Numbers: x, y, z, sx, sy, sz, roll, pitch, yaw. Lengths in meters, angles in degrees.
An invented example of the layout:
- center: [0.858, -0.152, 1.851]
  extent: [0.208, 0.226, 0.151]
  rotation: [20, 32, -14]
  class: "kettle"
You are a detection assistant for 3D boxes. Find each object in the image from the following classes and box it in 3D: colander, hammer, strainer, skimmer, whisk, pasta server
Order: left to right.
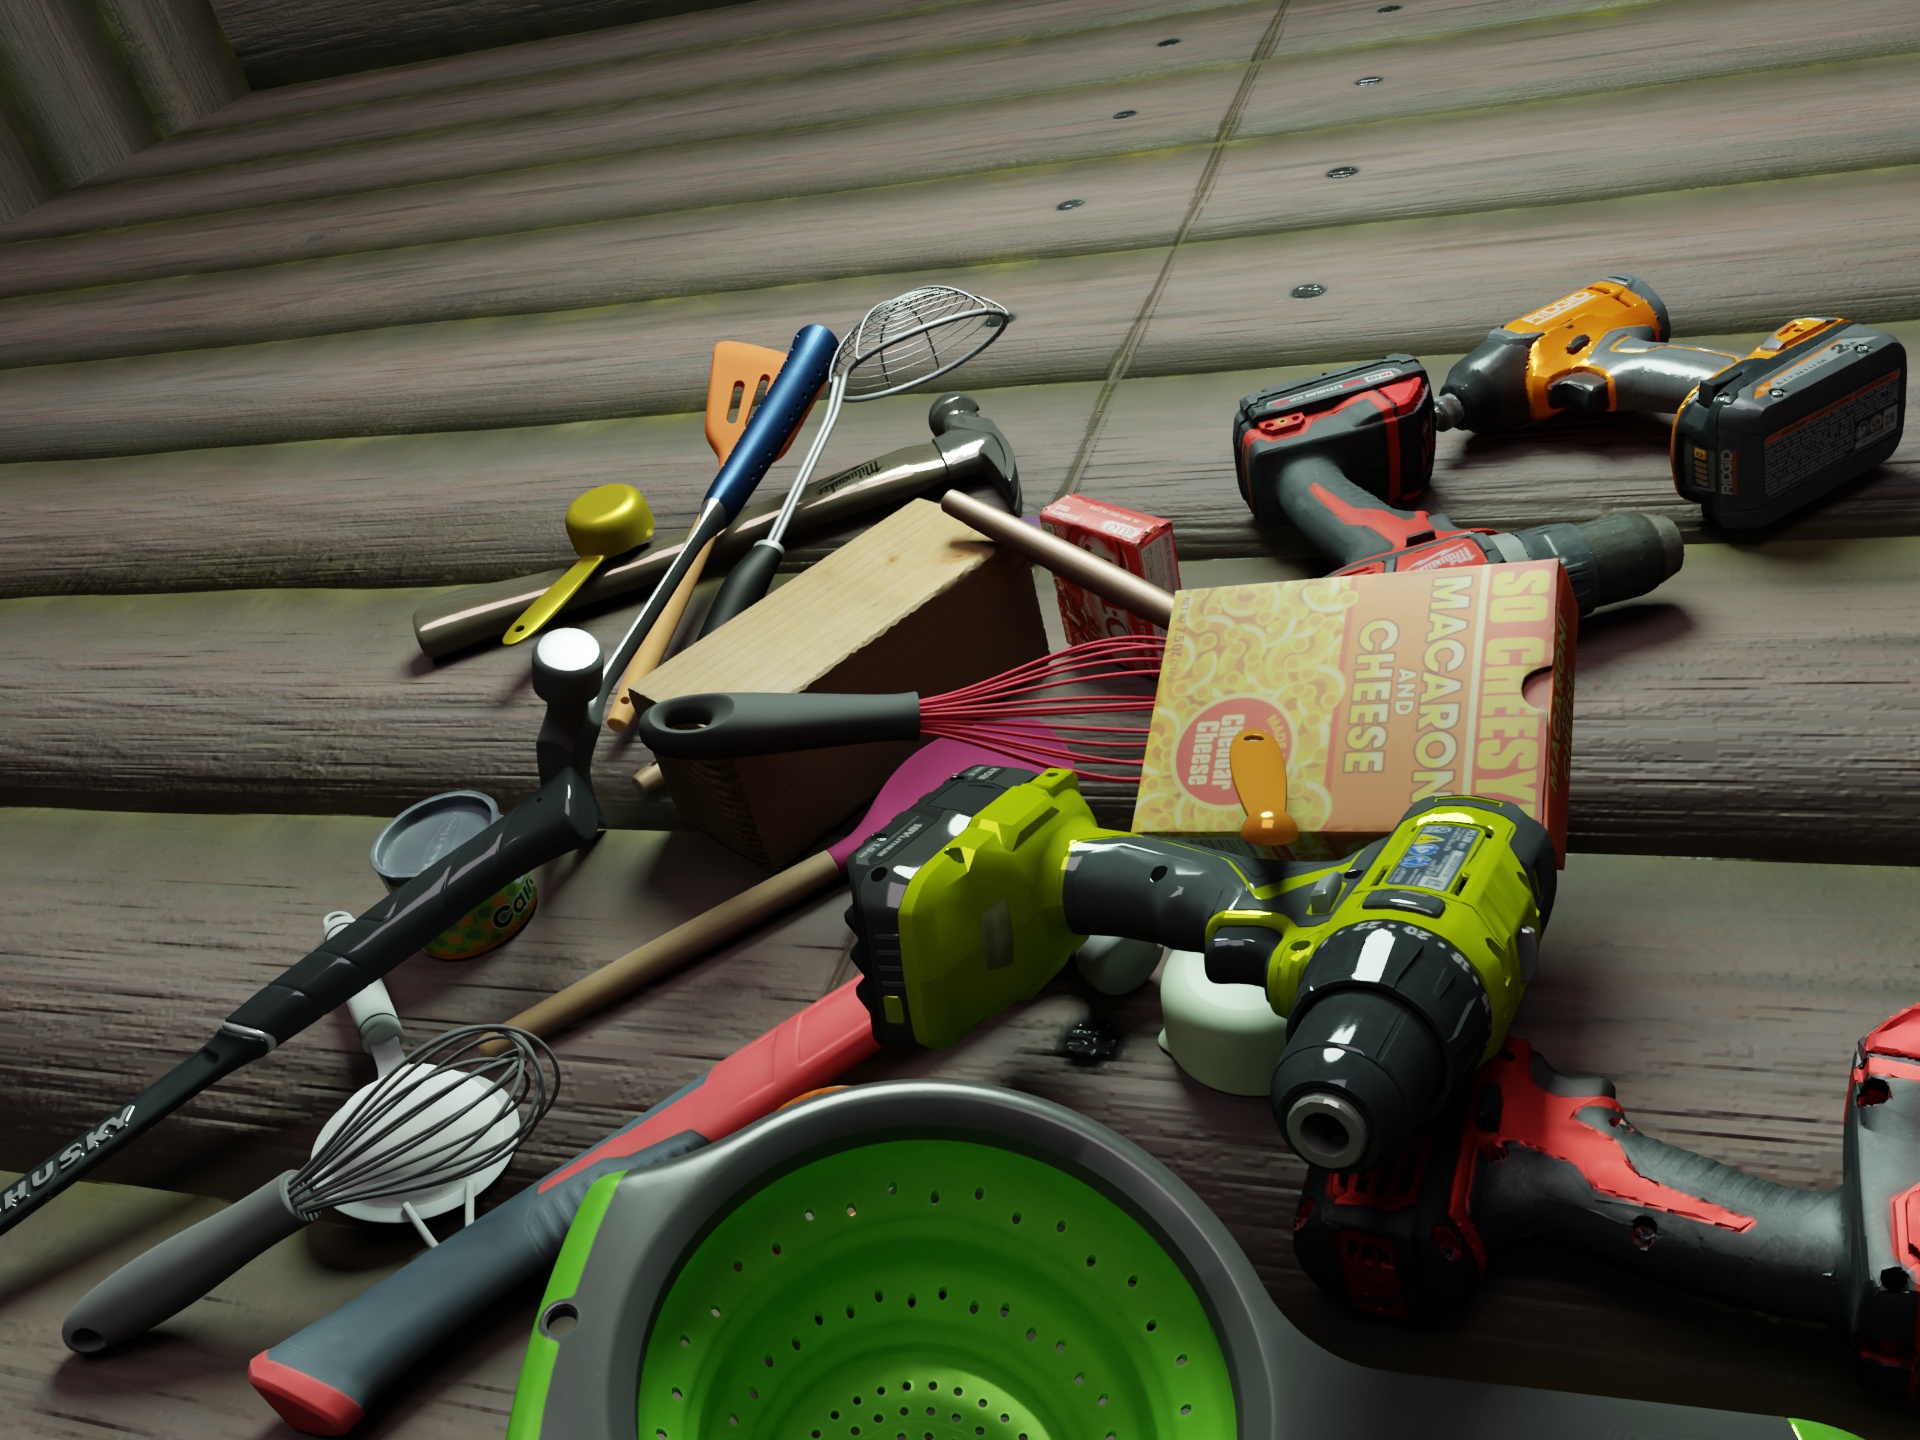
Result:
- center: [-0.336, 0.152, 0.711]
  extent: [0.409, 0.036, 0.149]
  rotation: [-37, 37, -14]
  class: "hammer"
- center: [-0.262, 0.192, 0.635]
  extent: [0.239, 0.055, 0.055]
  rotation: [-32, 35, 8]
  class: "whisk"
- center: [-0.269, 0.149, 0.737]
  extent: [0.087, 0.050, 0.259]
  rotation: [-15, 29, -25]
  class: "strainer"
- center: [-0.108, 0.153, 0.664]
  extent: [0.386, 0.038, 0.143]
  rotation: [-30, 42, -19]
  class: "hammer"
- center: [-0.151, -0.109, 0.933]
  extent: [0.035, 0.144, 0.406]
  rotation: [18, 45, 3]
  class: "hammer"
- center: [-0.161, -0.117, 1.061]
  extent: [0.410, 0.038, 0.146]
  rotation: [-20, 37, -5]
  class: "hammer"
- center: [-0.072, -0.136, 0.988]
  extent: [0.127, 0.090, 0.363]
  rotation: [-26, 36, 54]
  class: "skimmer"
- center: [-0.001, -0.002, 0.748]
  extent: [0.295, 0.073, 0.073]
  rotation: [-2, 34, -8]
  class: "whisk"
- center: [0.072, 0.227, 0.475]
  extent: [0.397, 0.094, 0.205]
  rotation: [7, 39, 0]
  class: "colander"
- center: [0.124, -0.051, 0.782]
  extent: [0.316, 0.060, 0.040]
  rotation: [30, 82, 23]
  class: "pasta server"

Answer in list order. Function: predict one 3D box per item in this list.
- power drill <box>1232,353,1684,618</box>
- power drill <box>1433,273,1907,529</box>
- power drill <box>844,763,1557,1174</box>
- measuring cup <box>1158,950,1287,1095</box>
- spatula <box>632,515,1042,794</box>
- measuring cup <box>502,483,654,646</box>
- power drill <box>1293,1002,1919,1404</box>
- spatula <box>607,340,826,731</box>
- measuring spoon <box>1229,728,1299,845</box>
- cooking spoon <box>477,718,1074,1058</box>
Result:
- center: [0.257, -0.113, 0.865]
  extent: [0.188, 0.080, 0.227]
  rotation: [-15, 38, 1]
  class: "power drill"
- center: [0.389, -0.185, 0.910]
  extent: [0.164, 0.084, 0.227]
  rotation: [-26, 33, -14]
  class: "power drill"
- center: [0.077, 0.079, 0.555]
  extent: [0.228, 0.080, 0.190]
  rotation: [4, 21, 30]
  class: "power drill"
- center: [0.116, 0.083, 0.678]
  extent: [0.083, 0.038, 0.168]
  rotation: [-12, 37, 5]
  class: "measuring cup"
- center: [-0.064, -0.047, 0.943]
  extent: [0.316, 0.018, 0.060]
  rotation: [-36, 27, -27]
  class: "spatula"
- center: [-0.252, -0.103, 1.023]
  extent: [0.062, 0.029, 0.157]
  rotation: [4, 41, 24]
  class: "measuring cup"
- center: [0.231, 0.140, 0.530]
  extent: [0.220, 0.078, 0.143]
  rotation: [1, 38, 27]
  class: "power drill"
- center: [-0.164, -0.122, 1.008]
  extent: [0.081, 0.041, 0.323]
  rotation: [16, 50, -2]
  class: "spatula"
- center: [0.111, 0.020, 0.587]
  extent: [0.021, 0.011, 0.117]
  rotation: [-1, 18, 8]
  class: "measuring spoon"
- center: [-0.085, 0.082, 0.774]
  extent: [0.319, 0.017, 0.069]
  rotation: [-27, 53, -16]
  class: "cooking spoon"
